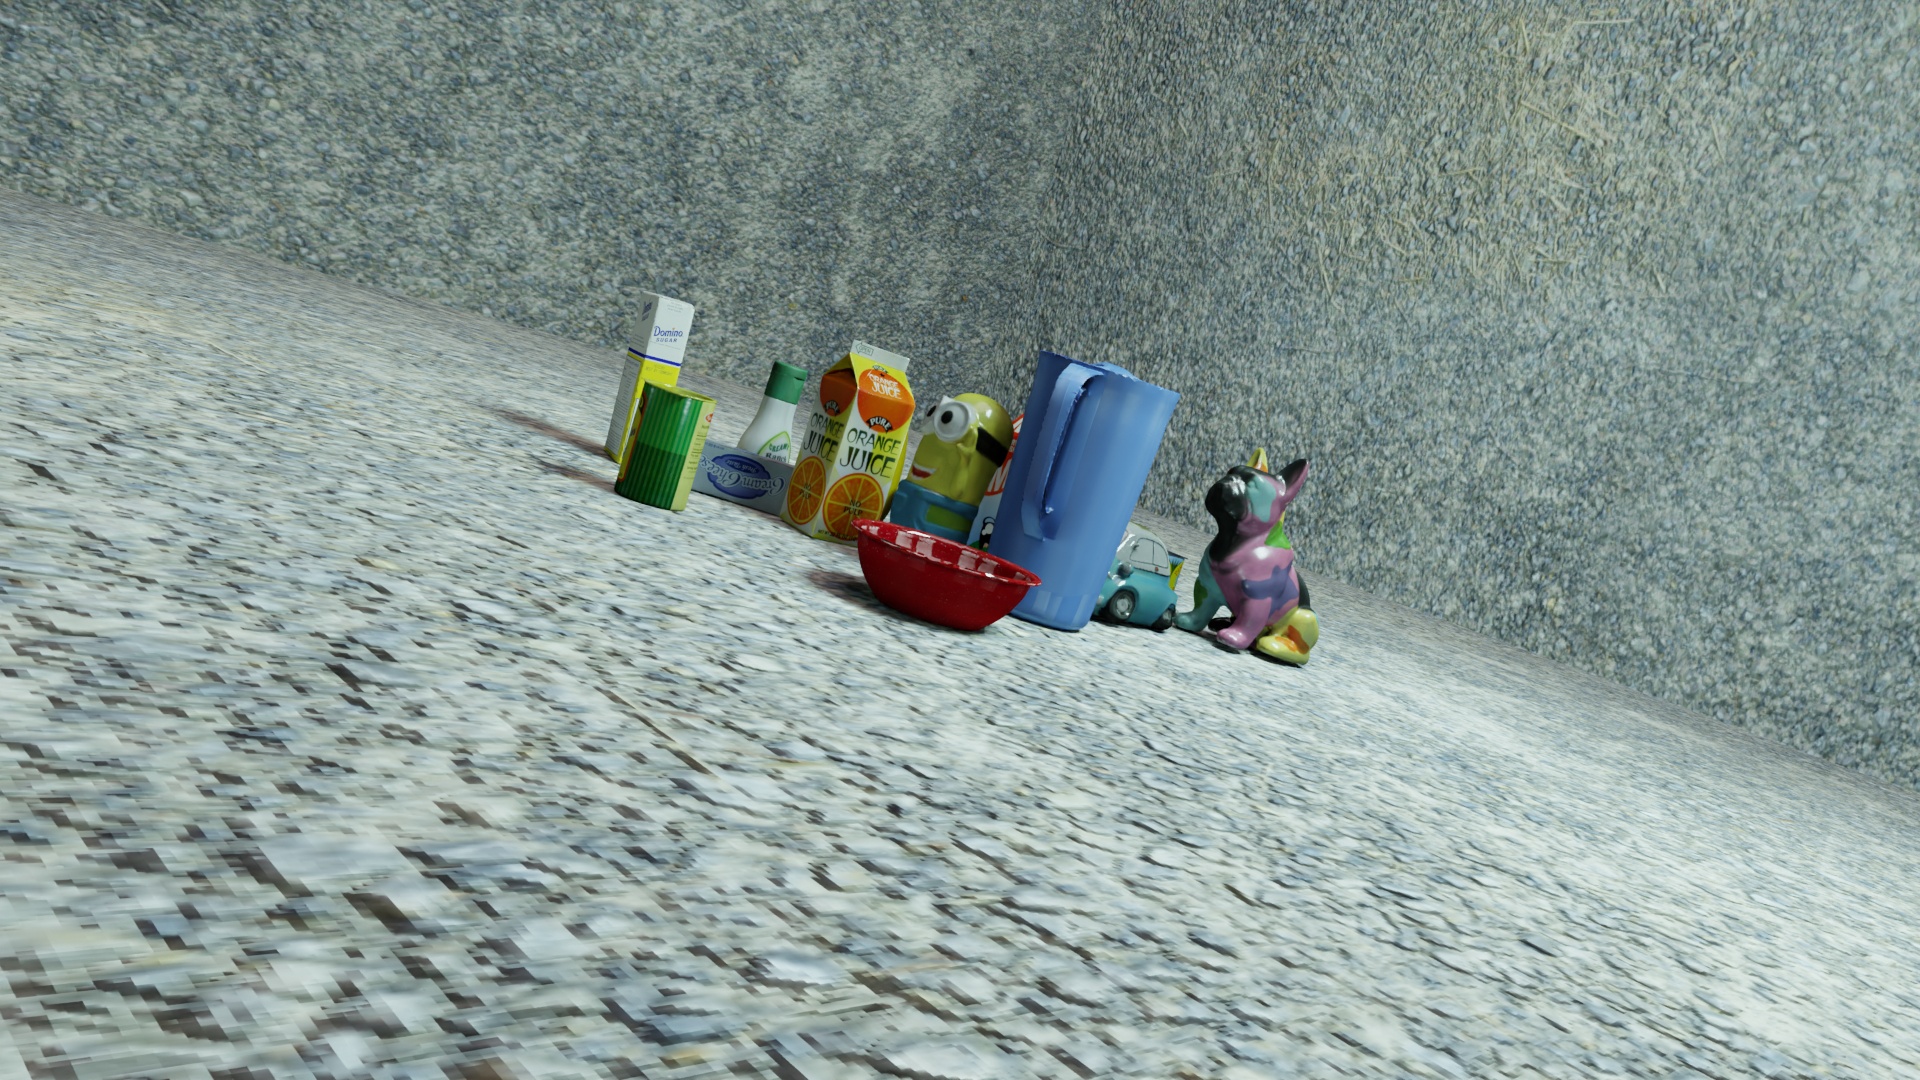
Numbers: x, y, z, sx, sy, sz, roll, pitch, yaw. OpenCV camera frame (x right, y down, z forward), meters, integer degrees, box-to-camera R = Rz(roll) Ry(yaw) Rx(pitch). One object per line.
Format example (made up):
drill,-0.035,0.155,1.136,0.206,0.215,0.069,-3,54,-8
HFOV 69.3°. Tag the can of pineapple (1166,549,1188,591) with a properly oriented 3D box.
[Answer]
can of pineapple,0.252,0.039,1.794,0.071,0.057,0.071,18,6,-2

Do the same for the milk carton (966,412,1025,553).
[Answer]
milk carton,0.076,-0.057,1.540,0.072,0.190,0.073,22,7,36

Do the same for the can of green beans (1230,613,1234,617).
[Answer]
can of green beans,0.356,0.090,1.649,0.071,0.057,0.071,18,6,-2

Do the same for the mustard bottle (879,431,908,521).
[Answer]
mustard bottle,-0.093,-0.098,1.556,0.065,0.160,0.049,20,6,17

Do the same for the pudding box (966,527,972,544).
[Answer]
pudding box,0.006,-0.021,1.670,0.030,0.049,0.084,15,7,-24

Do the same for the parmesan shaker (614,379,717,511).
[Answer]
parmesan shaker,-0.263,-0.084,1.232,0.071,0.103,0.071,18,6,-2

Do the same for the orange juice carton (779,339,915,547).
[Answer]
orange juice carton,-0.106,-0.096,1.364,0.072,0.192,0.073,13,7,-38

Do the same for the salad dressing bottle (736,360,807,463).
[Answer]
salad dressing bottle,-0.199,-0.113,1.453,0.044,0.147,0.064,22,7,35

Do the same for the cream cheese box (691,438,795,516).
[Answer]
cream cheese box,-0.222,-0.064,1.398,0.104,0.053,0.024,17,6,-9
